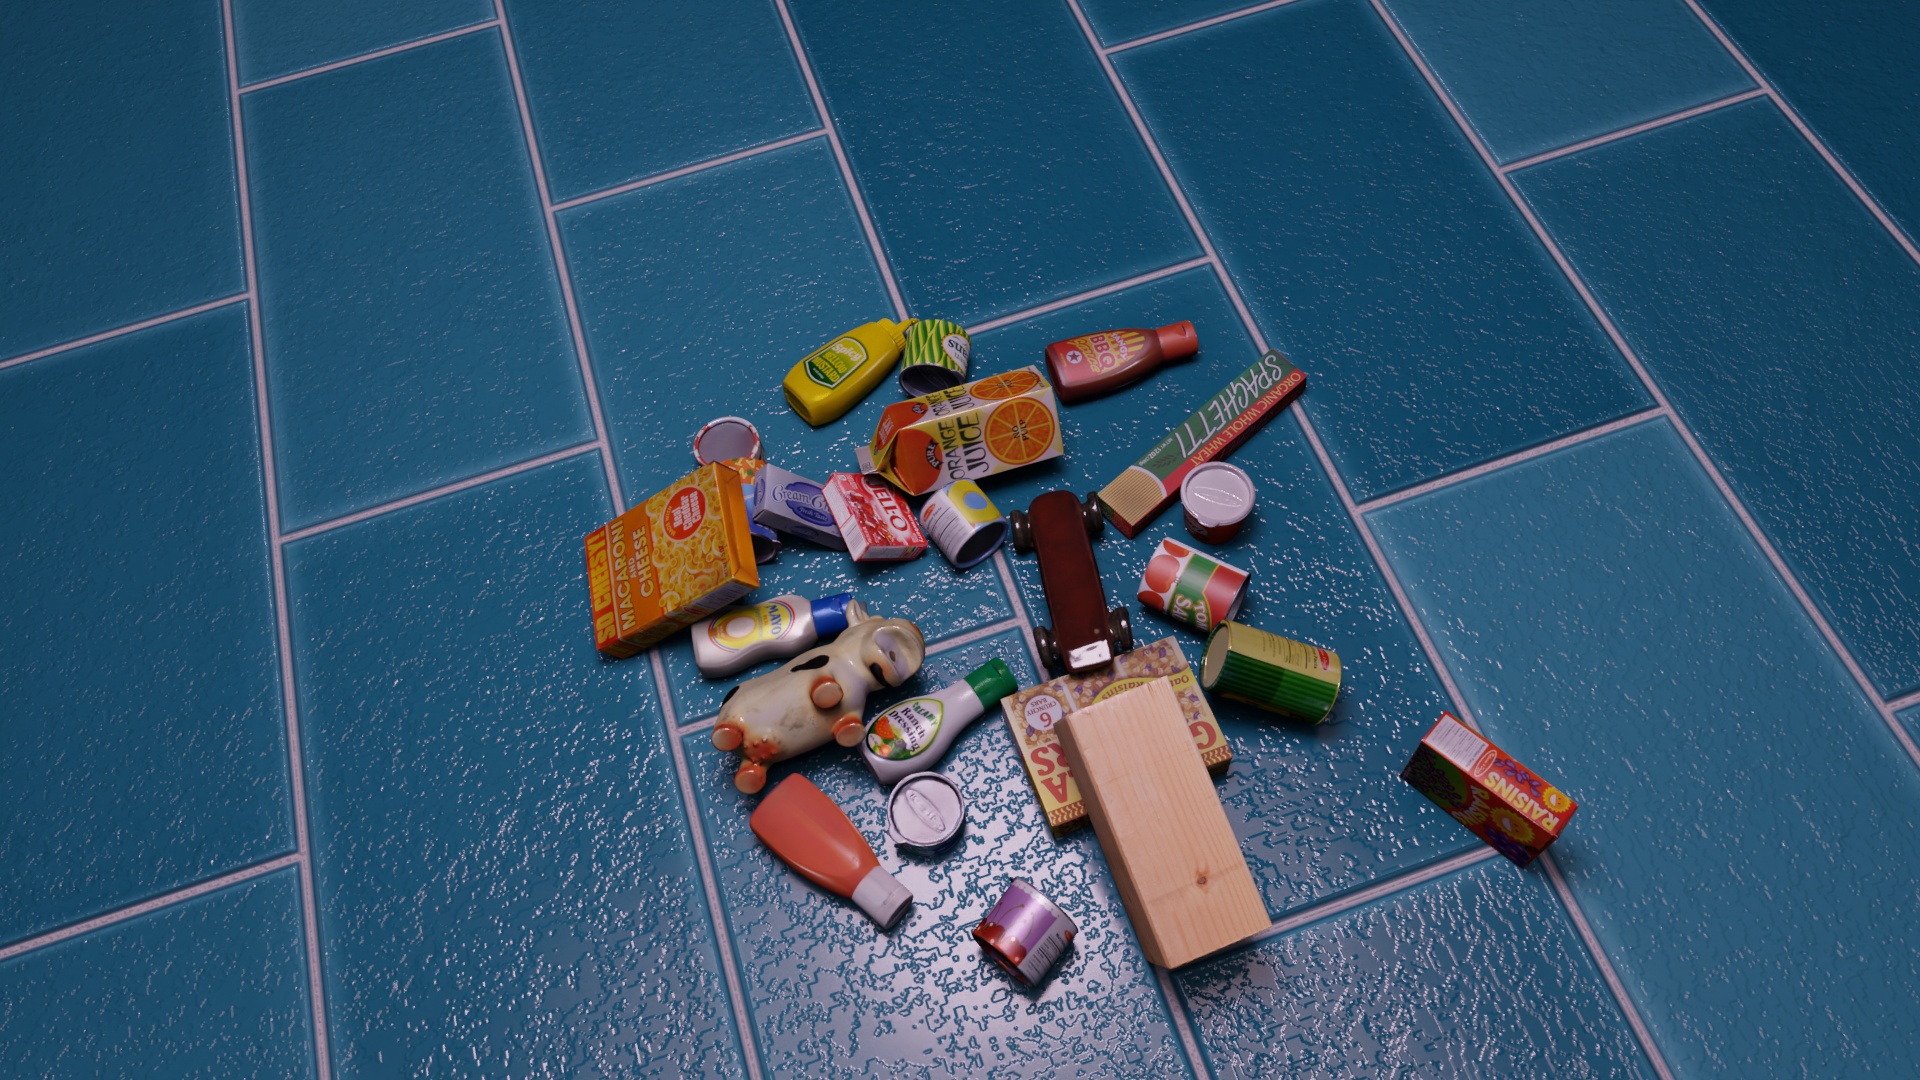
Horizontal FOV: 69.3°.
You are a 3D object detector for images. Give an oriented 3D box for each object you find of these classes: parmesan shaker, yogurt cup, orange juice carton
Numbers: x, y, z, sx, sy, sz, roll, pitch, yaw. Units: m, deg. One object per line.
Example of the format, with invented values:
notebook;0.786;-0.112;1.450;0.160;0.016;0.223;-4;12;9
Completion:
parmesan shaker;0.265;0.112;1.198;0.103;0.071;0.071;17;62;-8
yogurt cup;0.239;-0.032;1.302;0.072;0.053;0.073;-2;61;3
orange juice carton;-0.005;-0.101;1.332;0.193;0.072;0.072;-16;27;-5

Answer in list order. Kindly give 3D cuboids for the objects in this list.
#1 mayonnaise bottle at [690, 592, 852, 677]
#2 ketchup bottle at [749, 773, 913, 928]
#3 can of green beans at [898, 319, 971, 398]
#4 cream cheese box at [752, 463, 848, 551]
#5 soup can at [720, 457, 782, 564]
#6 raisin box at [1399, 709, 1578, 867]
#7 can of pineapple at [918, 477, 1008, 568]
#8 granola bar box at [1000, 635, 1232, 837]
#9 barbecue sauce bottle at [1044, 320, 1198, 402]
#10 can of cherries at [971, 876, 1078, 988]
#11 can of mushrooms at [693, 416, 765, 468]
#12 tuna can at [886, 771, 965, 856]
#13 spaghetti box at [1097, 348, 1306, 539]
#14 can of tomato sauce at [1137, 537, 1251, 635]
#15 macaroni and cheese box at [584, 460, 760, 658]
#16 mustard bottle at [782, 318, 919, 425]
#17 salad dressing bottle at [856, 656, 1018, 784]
mayonnaise bottle;-0.170;0.080;1.274;0.148;0.041;0.065;-13;60;-3
ketchup bottle;-0.106;0.264;1.166;0.149;0.043;0.065;37;69;21
can of green beans;-0.025;-0.180;1.396;0.071;0.071;0.058;6;61;7
cream cheese box;-0.146;-0.031;1.311;0.104;0.024;0.053;21;52;-33
soup can;-0.203;-0.027;1.322;0.071;0.071;0.084;-3;61;3
raisin box;0.430;0.205;1.138;0.123;0.085;0.040;38;68;22
can of pineapple;0.005;-0.016;1.303;0.071;0.070;0.058;-33;65;-14
granola bar box;0.133;0.169;1.205;0.166;0.039;0.124;-19;62;-7
barbecue sauce bottle;0.163;-0.186;1.399;0.149;0.043;0.065;-15;60;-5
can of cherries;0.050;0.314;1.116;0.071;0.071;0.058;35;70;21
can of mushrooms;-0.229;-0.086;1.376;0.071;0.033;0.071;-1;60;2
tuna can;-0.030;0.235;1.183;0.071;0.032;0.071;-2;61;3
spaghetti box;0.237;-0.097;1.353;0.251;0.028;0.050;-39;66;-17
can of tomato sauce;0.210;0.044;1.254;0.083;0.071;0.071;25;66;18
macaroni and cheese box;-0.266;0.020;1.272;0.166;0.040;0.124;-27;60;24
mustard bottle;-0.105;-0.184;1.413;0.161;0.048;0.065;-40;67;-17
salad dressing bottle;-0.019;0.156;1.220;0.148;0.043;0.064;-32;56;-14
